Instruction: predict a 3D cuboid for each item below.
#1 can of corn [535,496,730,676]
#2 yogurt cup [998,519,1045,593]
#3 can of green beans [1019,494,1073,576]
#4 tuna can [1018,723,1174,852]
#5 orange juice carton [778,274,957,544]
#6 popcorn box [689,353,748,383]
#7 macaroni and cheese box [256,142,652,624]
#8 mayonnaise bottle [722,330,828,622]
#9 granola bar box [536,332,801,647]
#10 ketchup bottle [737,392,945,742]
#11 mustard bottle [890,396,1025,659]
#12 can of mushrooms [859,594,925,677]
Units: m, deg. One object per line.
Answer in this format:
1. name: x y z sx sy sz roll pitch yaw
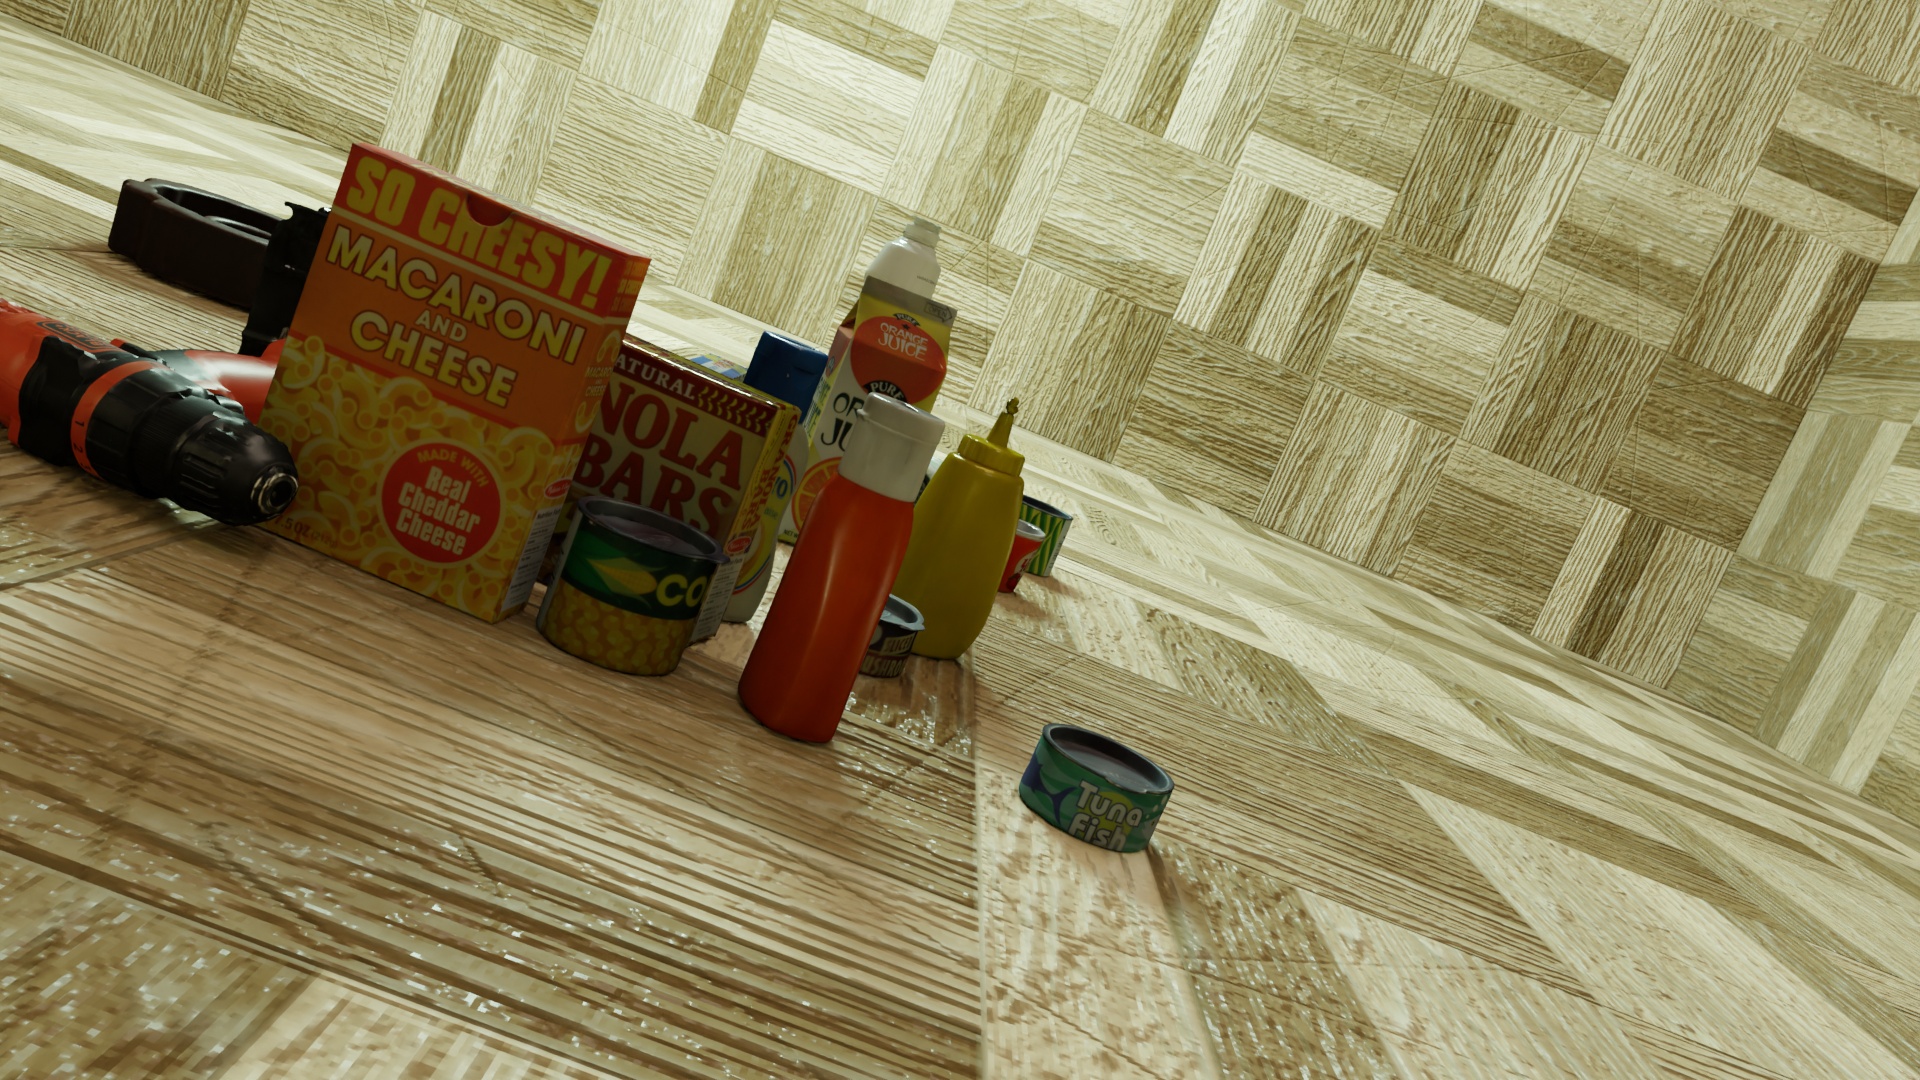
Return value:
1. can of corn: -0.143 0.021 0.610 0.071 0.058 0.071 22 9 -3
2. yogurt cup: 0.027 0.007 1.111 0.072 0.054 0.072 22 9 -3
3. can of green beans: 0.061 -0.006 1.258 0.071 0.057 0.071 22 9 -3
4. tuna can: 0.063 0.114 0.640 0.071 0.032 0.071 22 9 -3
5. orange juice carton: -0.069 -0.085 0.979 0.072 0.192 0.073 20 9 -17
6. popcorn box: -0.201 -0.096 1.064 0.038 0.085 0.127 22 9 -5
7. macaroni and cheese box: -0.219 -0.065 0.587 0.124 0.166 0.040 22 8 0
8. mayonnaise bottle: -0.111 -0.033 0.714 0.065 0.147 0.041 15 11 -42
9. granola bar box: -0.176 -0.039 0.669 0.166 0.124 0.039 24 8 8
10. ketchup bottle: -0.051 0.010 0.607 0.043 0.148 0.065 18 9 -26
11. mustard bottle: 0.003 -0.010 0.817 0.065 0.160 0.049 15 11 -40
12. can of mushrooms: -0.054 0.047 0.751 0.071 0.033 0.071 22 9 -3
